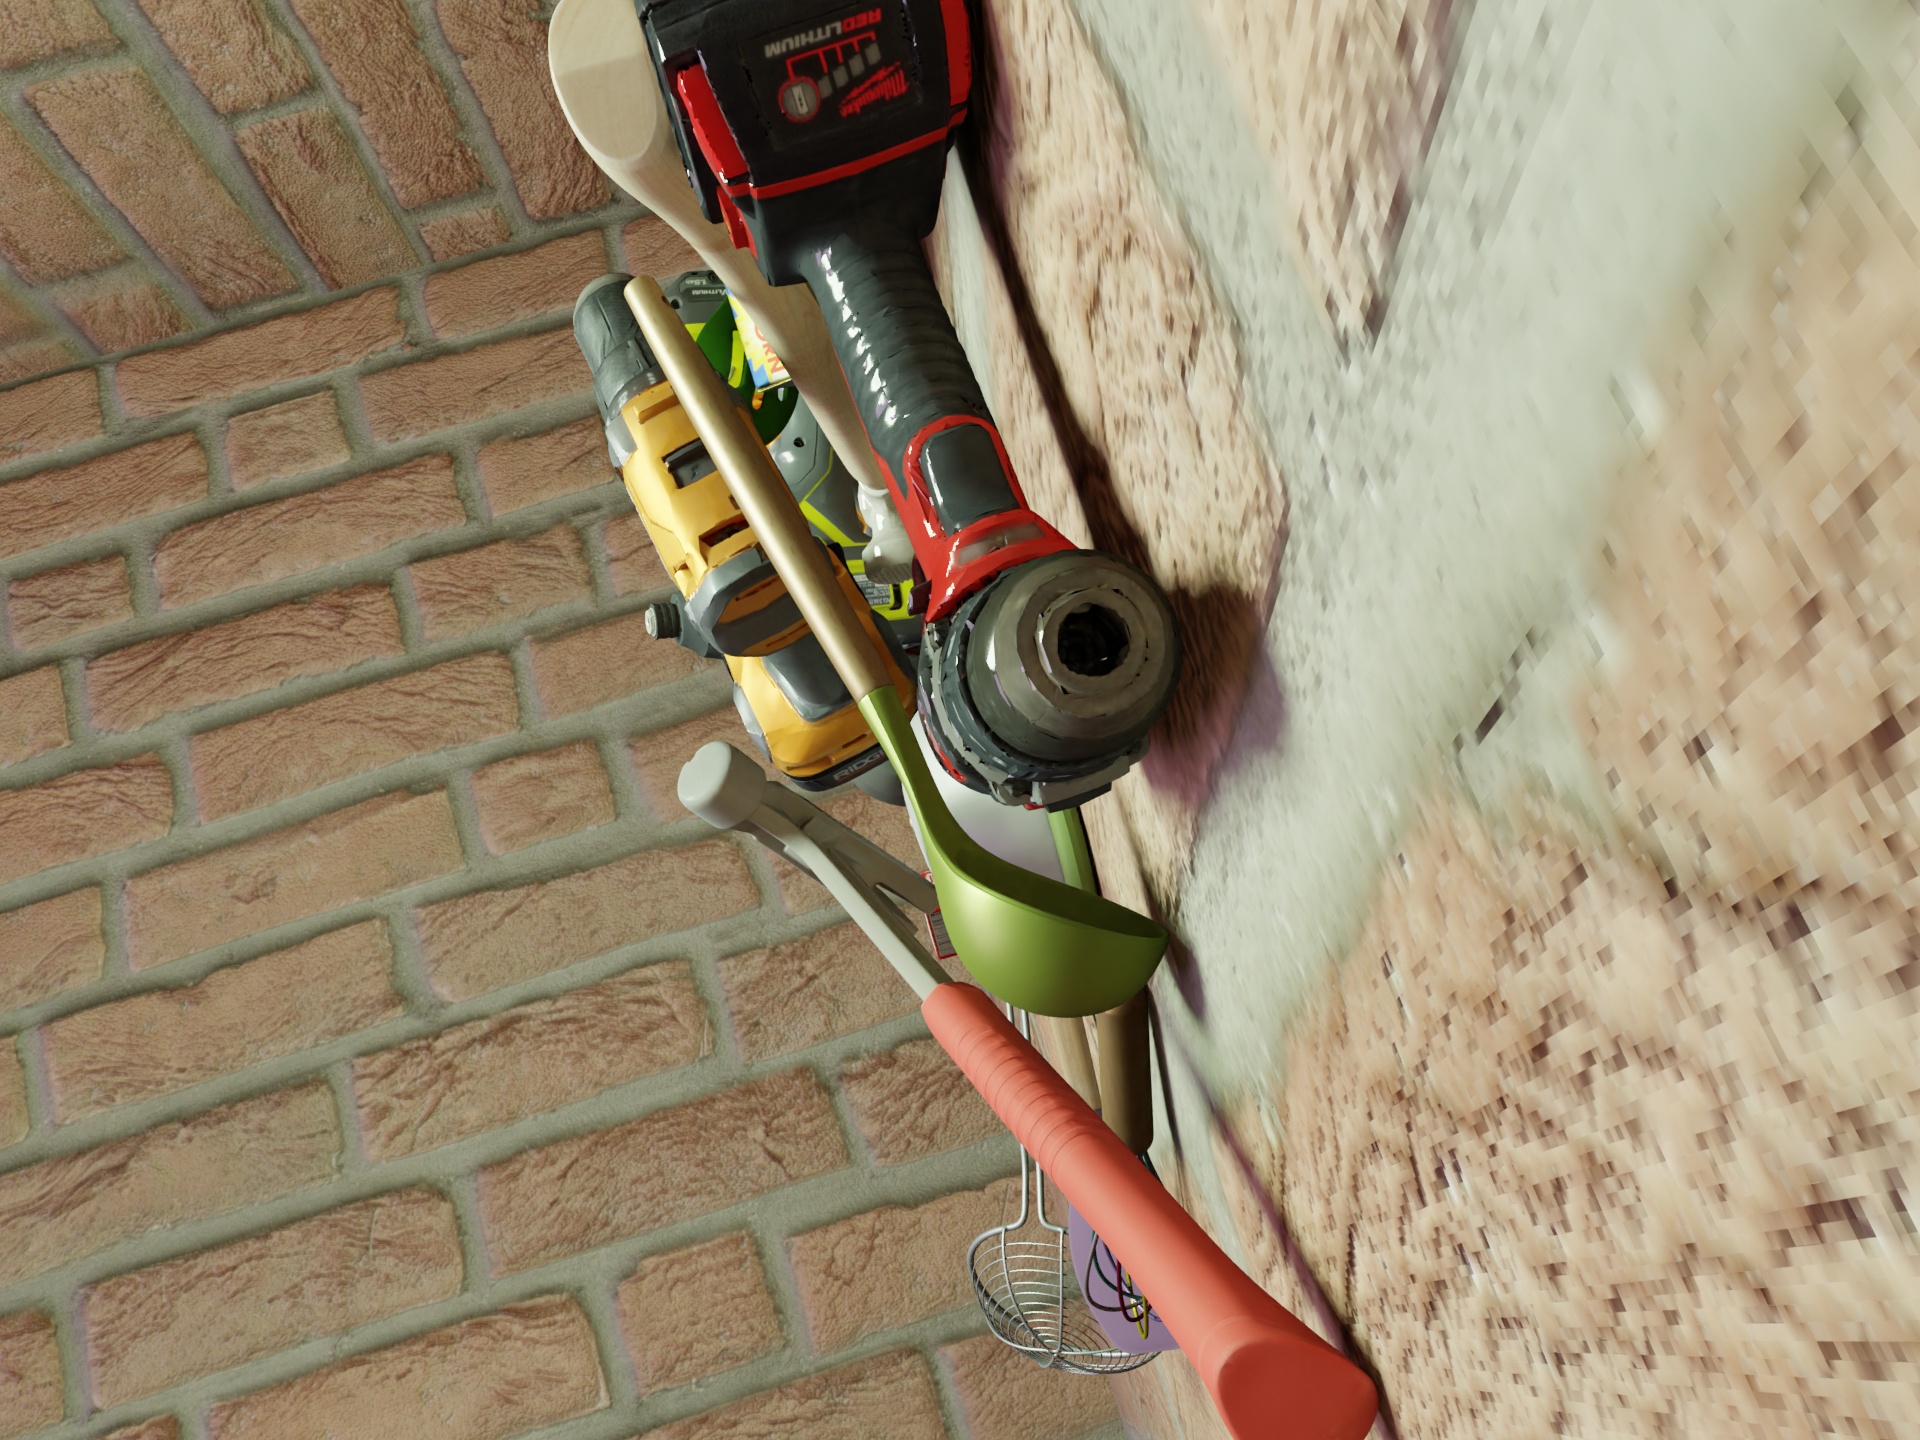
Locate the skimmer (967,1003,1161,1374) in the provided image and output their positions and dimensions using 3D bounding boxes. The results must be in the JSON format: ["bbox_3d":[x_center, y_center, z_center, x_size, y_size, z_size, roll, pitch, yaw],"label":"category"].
[{"bbox_3d":[0.050,0.207,0.942,0.090,0.127,0.363,3,-100,-61],"label":"skimmer"}]

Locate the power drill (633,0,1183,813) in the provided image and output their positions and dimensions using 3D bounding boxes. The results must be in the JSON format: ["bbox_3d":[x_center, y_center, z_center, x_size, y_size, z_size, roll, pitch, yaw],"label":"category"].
[{"bbox_3d":[-0.007,-0.085,0.400,0.188,0.080,0.227,132,119,-86],"label":"power drill"}]

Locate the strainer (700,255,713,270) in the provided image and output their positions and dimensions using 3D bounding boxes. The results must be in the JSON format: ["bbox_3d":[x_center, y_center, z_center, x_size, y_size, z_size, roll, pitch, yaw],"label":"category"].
[{"bbox_3d":[-0.138,-0.322,1.114,0.211,0.095,0.340,-111,7,-48],"label":"strainer"}]

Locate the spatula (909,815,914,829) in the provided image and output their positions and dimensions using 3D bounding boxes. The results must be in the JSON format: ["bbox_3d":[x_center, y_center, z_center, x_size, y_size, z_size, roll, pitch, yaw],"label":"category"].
[{"bbox_3d":[-0.003,0.066,0.998,0.317,0.044,0.082,21,-122,-79],"label":"spatula"}]

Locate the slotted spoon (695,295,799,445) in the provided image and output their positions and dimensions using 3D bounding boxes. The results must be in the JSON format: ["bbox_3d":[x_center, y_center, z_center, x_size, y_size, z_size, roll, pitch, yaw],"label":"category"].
[{"bbox_3d":[-0.121,-0.308,0.908,0.031,0.070,0.314,-14,74,50],"label":"slotted spoon"}]

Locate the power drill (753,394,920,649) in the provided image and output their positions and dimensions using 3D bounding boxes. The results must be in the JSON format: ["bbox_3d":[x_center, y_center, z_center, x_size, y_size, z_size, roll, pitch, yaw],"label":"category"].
[{"bbox_3d":[-0.113,-0.141,1.047,0.084,0.164,0.226,-146,37,-84],"label":"power drill"}]

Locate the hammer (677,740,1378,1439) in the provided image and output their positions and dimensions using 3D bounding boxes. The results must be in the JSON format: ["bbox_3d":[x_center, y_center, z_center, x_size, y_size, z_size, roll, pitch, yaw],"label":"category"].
[{"bbox_3d":[0.017,0.119,0.555,0.149,0.037,0.359,39,180,-37],"label":"hammer"}]

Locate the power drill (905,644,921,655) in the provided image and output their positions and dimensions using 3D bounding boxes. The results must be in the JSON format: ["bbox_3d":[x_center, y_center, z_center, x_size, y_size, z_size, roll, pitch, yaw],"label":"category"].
[{"bbox_3d":[-0.097,-0.105,1.140,0.078,0.143,0.220,127,124,-82],"label":"power drill"}]

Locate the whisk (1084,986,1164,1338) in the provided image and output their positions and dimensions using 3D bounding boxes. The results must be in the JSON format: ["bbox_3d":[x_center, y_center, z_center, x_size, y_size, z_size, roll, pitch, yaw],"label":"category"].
[{"bbox_3d":[0.077,0.198,0.698,0.047,0.051,0.244,-61,-27,-43],"label":"whisk"}]

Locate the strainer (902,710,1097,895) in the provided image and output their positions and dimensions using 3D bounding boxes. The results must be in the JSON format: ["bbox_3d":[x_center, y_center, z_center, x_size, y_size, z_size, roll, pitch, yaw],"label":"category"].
[{"bbox_3d":[-0.001,-0.002,0.711,0.152,0.069,0.256,-112,5,-57],"label":"strainer"}]

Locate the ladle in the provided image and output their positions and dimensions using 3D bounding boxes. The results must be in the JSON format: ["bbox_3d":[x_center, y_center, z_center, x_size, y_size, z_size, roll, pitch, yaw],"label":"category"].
[{"bbox_3d":[-0.033,-0.038,0.556,0.320,0.062,0.078,59,-164,15],"label":"ladle"}]

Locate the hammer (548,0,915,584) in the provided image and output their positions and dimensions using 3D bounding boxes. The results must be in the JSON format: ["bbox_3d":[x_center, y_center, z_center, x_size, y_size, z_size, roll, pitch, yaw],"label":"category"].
[{"bbox_3d":[-0.073,-0.175,0.658,0.410,0.038,0.146,45,-146,-77],"label":"hammer"}]

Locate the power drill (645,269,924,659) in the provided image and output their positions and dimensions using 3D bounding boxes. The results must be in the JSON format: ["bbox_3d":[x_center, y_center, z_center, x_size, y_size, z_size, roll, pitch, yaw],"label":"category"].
[{"bbox_3d":[-0.113,-0.147,0.941,0.080,0.171,0.223,150,111,-66],"label":"power drill"}]

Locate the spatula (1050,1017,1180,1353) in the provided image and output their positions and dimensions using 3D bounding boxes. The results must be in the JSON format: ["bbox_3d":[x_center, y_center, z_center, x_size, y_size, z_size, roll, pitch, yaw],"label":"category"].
[{"bbox_3d":[0.063,0.191,0.883,0.018,0.060,0.316,0,-105,-60],"label":"spatula"}]

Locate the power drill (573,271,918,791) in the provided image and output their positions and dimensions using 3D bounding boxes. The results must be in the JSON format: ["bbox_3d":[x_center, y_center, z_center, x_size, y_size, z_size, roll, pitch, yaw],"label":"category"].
[{"bbox_3d":[-0.099,-0.081,0.721,0.185,0.084,0.226,60,177,25],"label":"power drill"}]
